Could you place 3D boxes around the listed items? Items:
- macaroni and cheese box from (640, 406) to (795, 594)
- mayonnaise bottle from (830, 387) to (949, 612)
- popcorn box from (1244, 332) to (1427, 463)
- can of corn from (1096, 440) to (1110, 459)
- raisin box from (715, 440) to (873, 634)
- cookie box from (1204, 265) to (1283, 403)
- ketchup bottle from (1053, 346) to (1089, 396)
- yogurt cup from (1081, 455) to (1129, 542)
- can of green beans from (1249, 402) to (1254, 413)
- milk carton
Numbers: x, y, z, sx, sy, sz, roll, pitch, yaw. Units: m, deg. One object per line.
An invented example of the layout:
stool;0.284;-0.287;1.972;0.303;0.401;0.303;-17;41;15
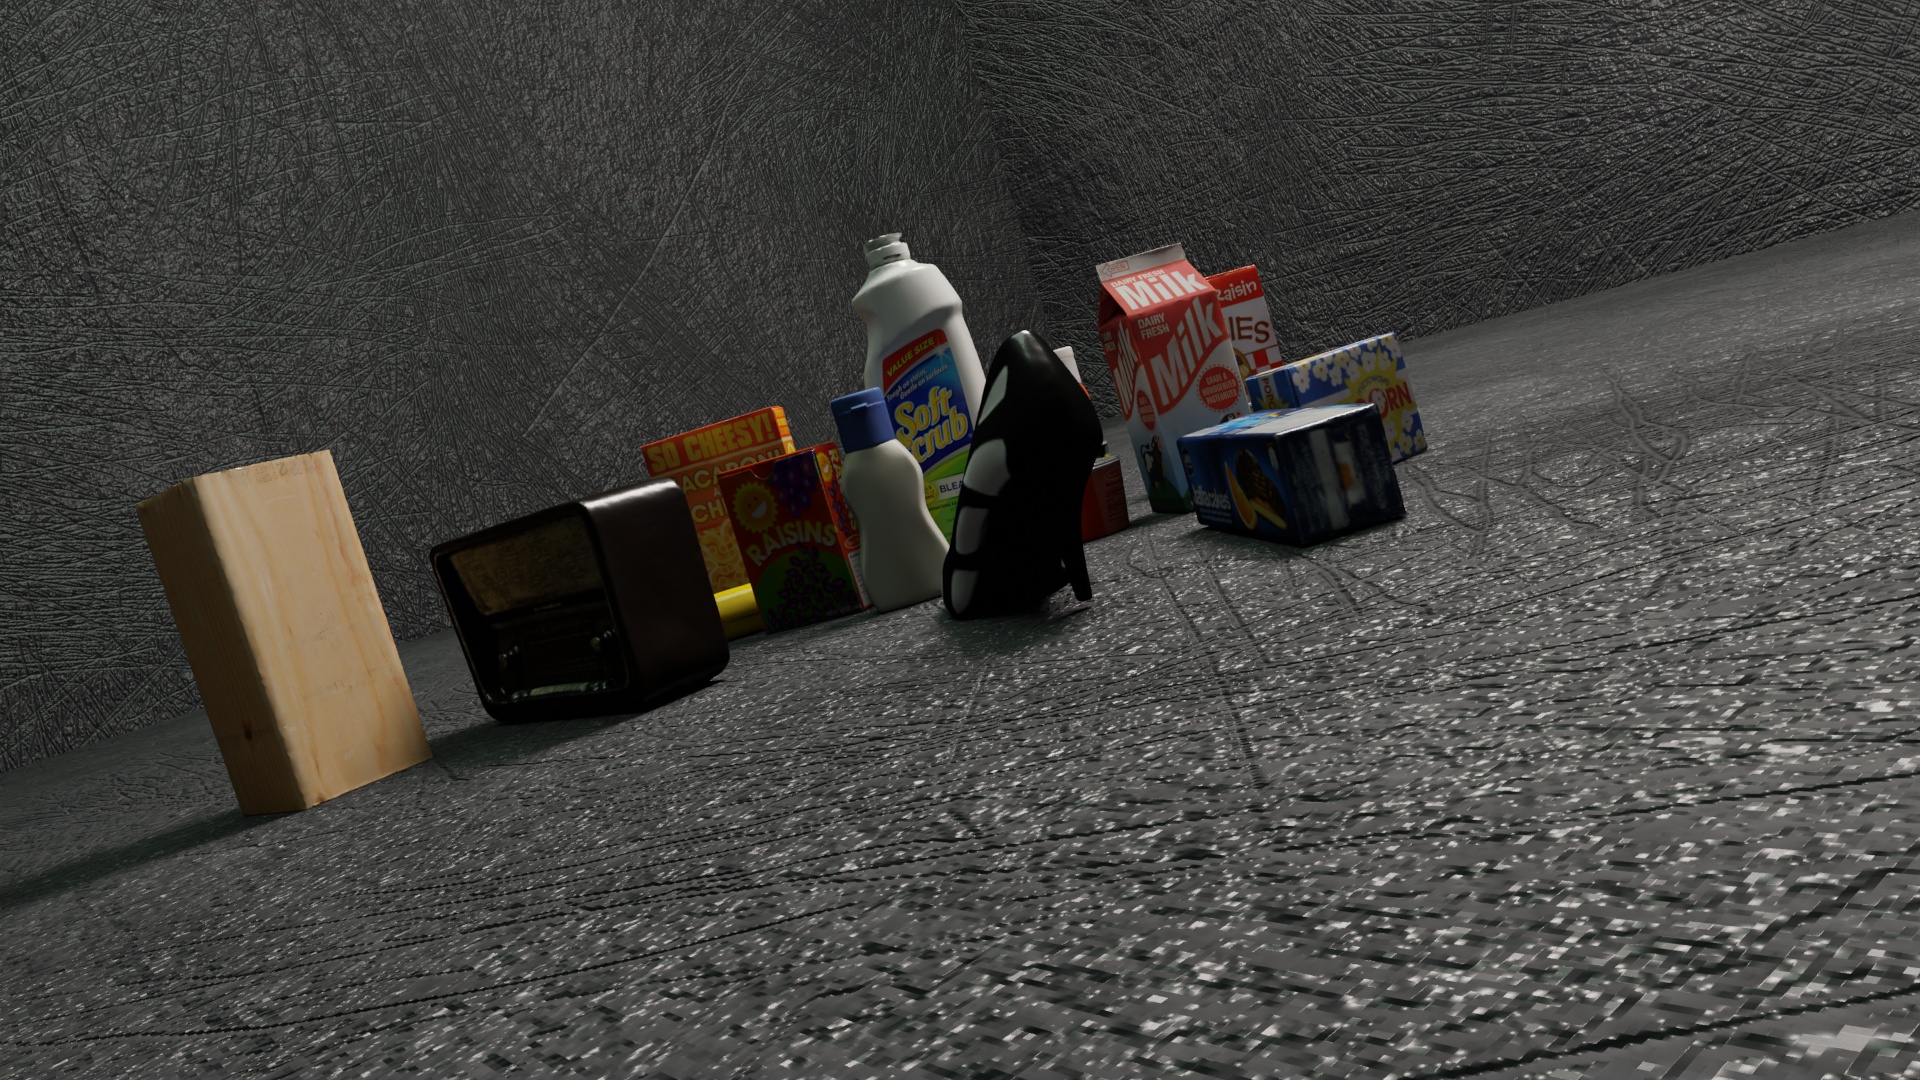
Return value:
macaroni and cheese box;-0.191;-0.019;1.200;0.124;0.166;0.040;-16;4;7
mayonnaise bottle;-0.050;-0.029;0.948;0.065;0.148;0.041;-17;4;-3
popcorn box;0.252;-0.084;0.925;0.127;0.085;0.038;-20;6;-37
can of corn;0.103;-0.049;1.185;0.071;0.058;0.071;-16;5;1
raisin box;-0.117;-0.002;1.011;0.086;0.123;0.040;-15;5;25
cookie box;0.216;-0.140;1.193;0.123;0.167;0.040;-18;5;-17
ketchup bottle;0.111;-0.114;1.362;0.043;0.148;0.064;-17;4;-11
yogurt cup;0.092;-0.029;1.027;0.072;0.054;0.072;-16;5;1
can of green beans;0.257;-0.086;1.093;0.071;0.057;0.071;-16;5;1
milk carton;0.159;-0.120;1.028;0.072;0.190;0.073;-18;4;-12
